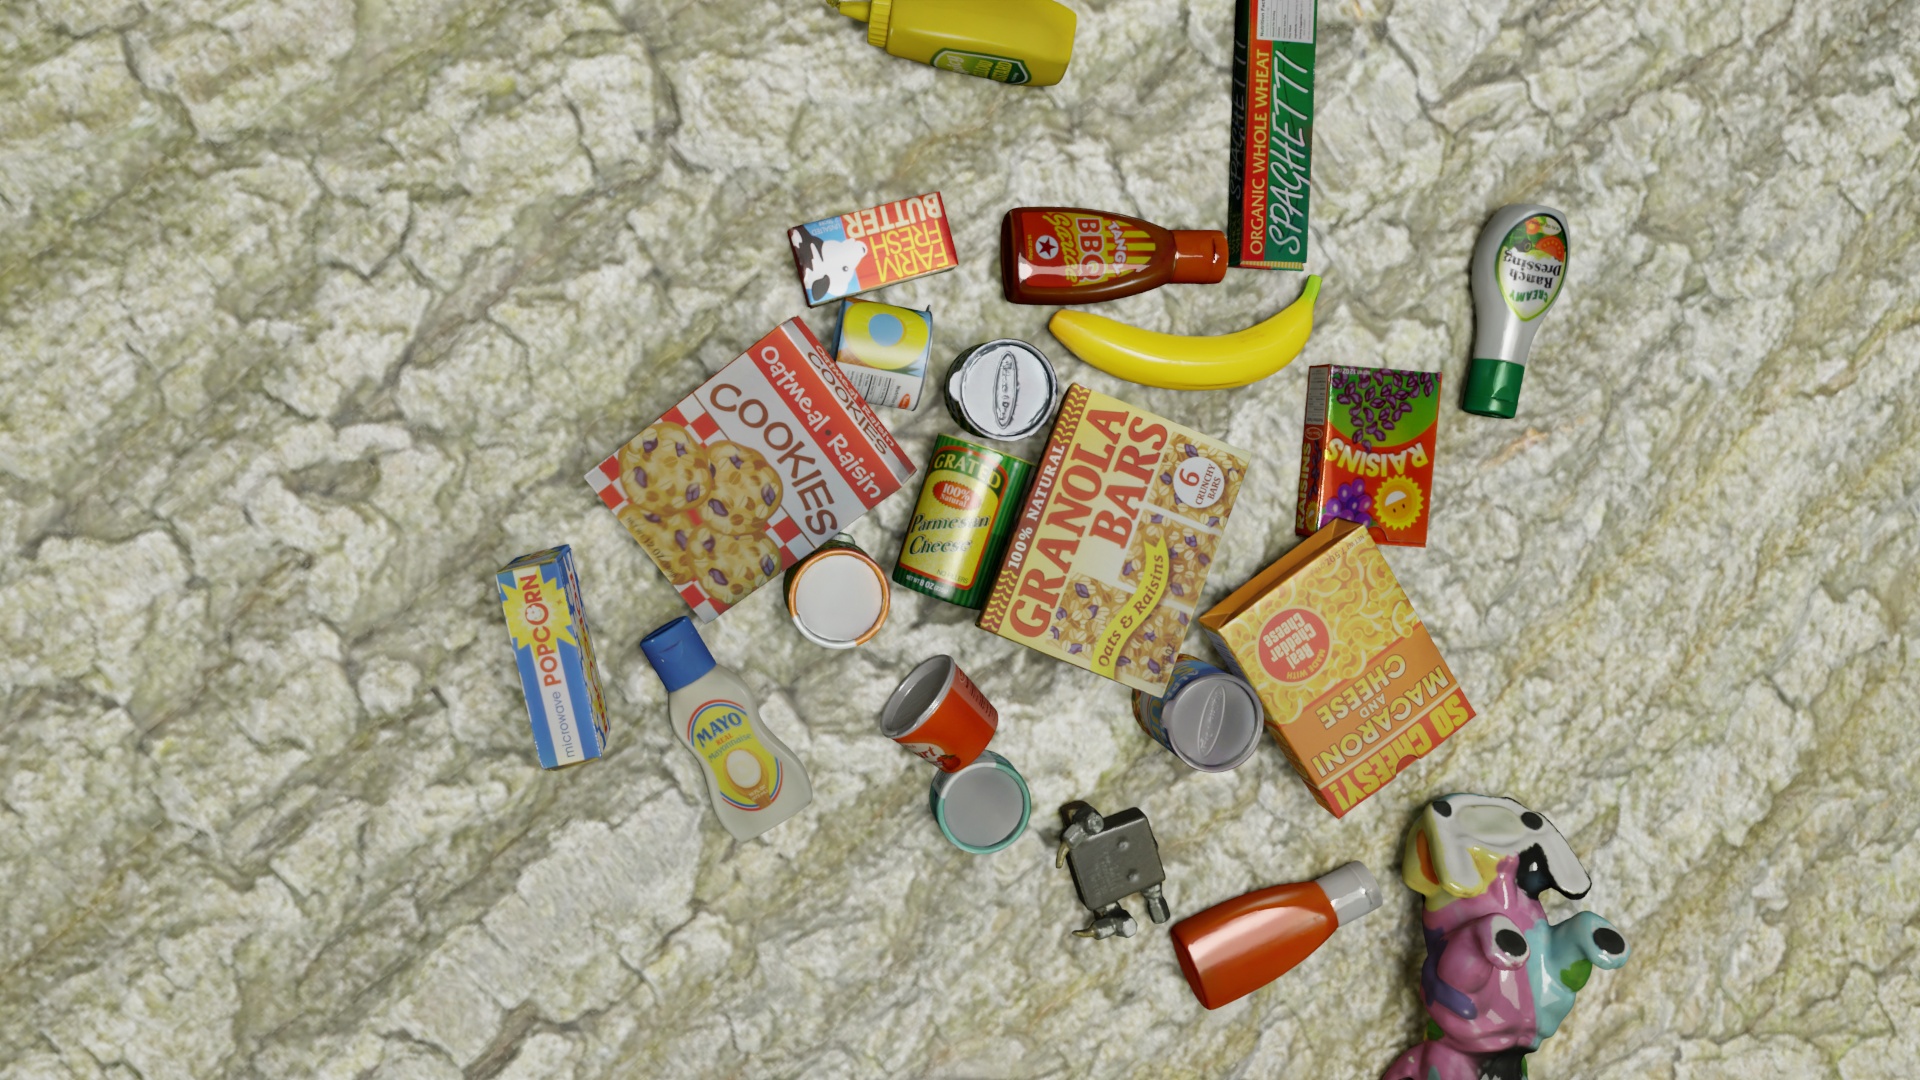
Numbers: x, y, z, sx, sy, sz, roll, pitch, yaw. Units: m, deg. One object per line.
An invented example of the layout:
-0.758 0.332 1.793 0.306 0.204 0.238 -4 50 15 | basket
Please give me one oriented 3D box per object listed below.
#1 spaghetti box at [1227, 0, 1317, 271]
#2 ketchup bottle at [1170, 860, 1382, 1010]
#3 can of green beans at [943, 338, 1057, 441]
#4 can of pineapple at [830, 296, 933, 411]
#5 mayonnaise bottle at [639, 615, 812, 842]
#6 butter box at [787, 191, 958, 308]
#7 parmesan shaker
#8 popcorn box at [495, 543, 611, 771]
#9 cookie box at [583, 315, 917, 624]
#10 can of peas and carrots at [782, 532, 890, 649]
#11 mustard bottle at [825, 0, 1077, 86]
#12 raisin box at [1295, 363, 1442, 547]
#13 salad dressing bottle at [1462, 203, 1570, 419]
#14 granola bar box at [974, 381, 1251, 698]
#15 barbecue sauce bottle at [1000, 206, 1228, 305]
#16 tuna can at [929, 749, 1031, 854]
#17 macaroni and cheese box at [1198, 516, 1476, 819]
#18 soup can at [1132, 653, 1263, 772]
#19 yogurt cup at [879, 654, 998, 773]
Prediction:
0.213 -0.309 0.947 0.050 0.029 0.249 1 95 -10 | spaghetti box
0.228 0.276 0.991 0.149 0.043 0.064 -23 99 -8 | ketchup bottle
0.025 -0.099 0.915 0.071 0.058 0.071 -1 95 -10 | can of green beans
-0.052 -0.122 0.896 0.058 0.071 0.071 9 93 -11 | can of pineapple
-0.157 0.121 0.909 0.065 0.041 0.148 -30 100 -5 | mayonnaise bottle
-0.057 -0.191 0.910 0.104 0.024 0.053 -17 98 -8 | butter box
0.003 -0.011 0.913 0.071 0.071 0.103 18 91 -11 | parmesan shaker
-0.251 0.071 0.865 0.038 0.085 0.126 -12 97 -8 | popcorn box
-0.131 -0.043 0.871 0.167 0.040 0.123 -34 100 18 | cookie box
-0.081 0.032 0.907 0.071 0.059 0.071 -1 95 -11 | can of peas and carrots
-0.009 -0.329 0.890 0.160 0.065 0.049 8 88 -5 | mustard bottle
0.287 -0.060 0.977 0.086 0.040 0.123 3 95 -11 | raisin box
0.390 -0.161 0.984 0.064 0.044 0.147 11 93 -10 | salad dressing bottle
0.096 0.000 0.879 0.124 0.039 0.165 22 83 -1 | granola bar box
0.103 -0.190 0.929 0.149 0.043 0.065 -2 84 -11 | barbecue sauce bottle
0.015 0.181 0.950 0.071 0.033 0.071 -1 95 -10 | tuna can
0.258 0.088 0.947 0.124 0.040 0.166 -36 103 -5 | macaroni and cheese box
0.157 0.115 0.944 0.071 0.084 0.071 -1 95 -10 | soup can
-0.012 0.118 0.925 0.054 0.072 0.072 43 87 -19 | yogurt cup
